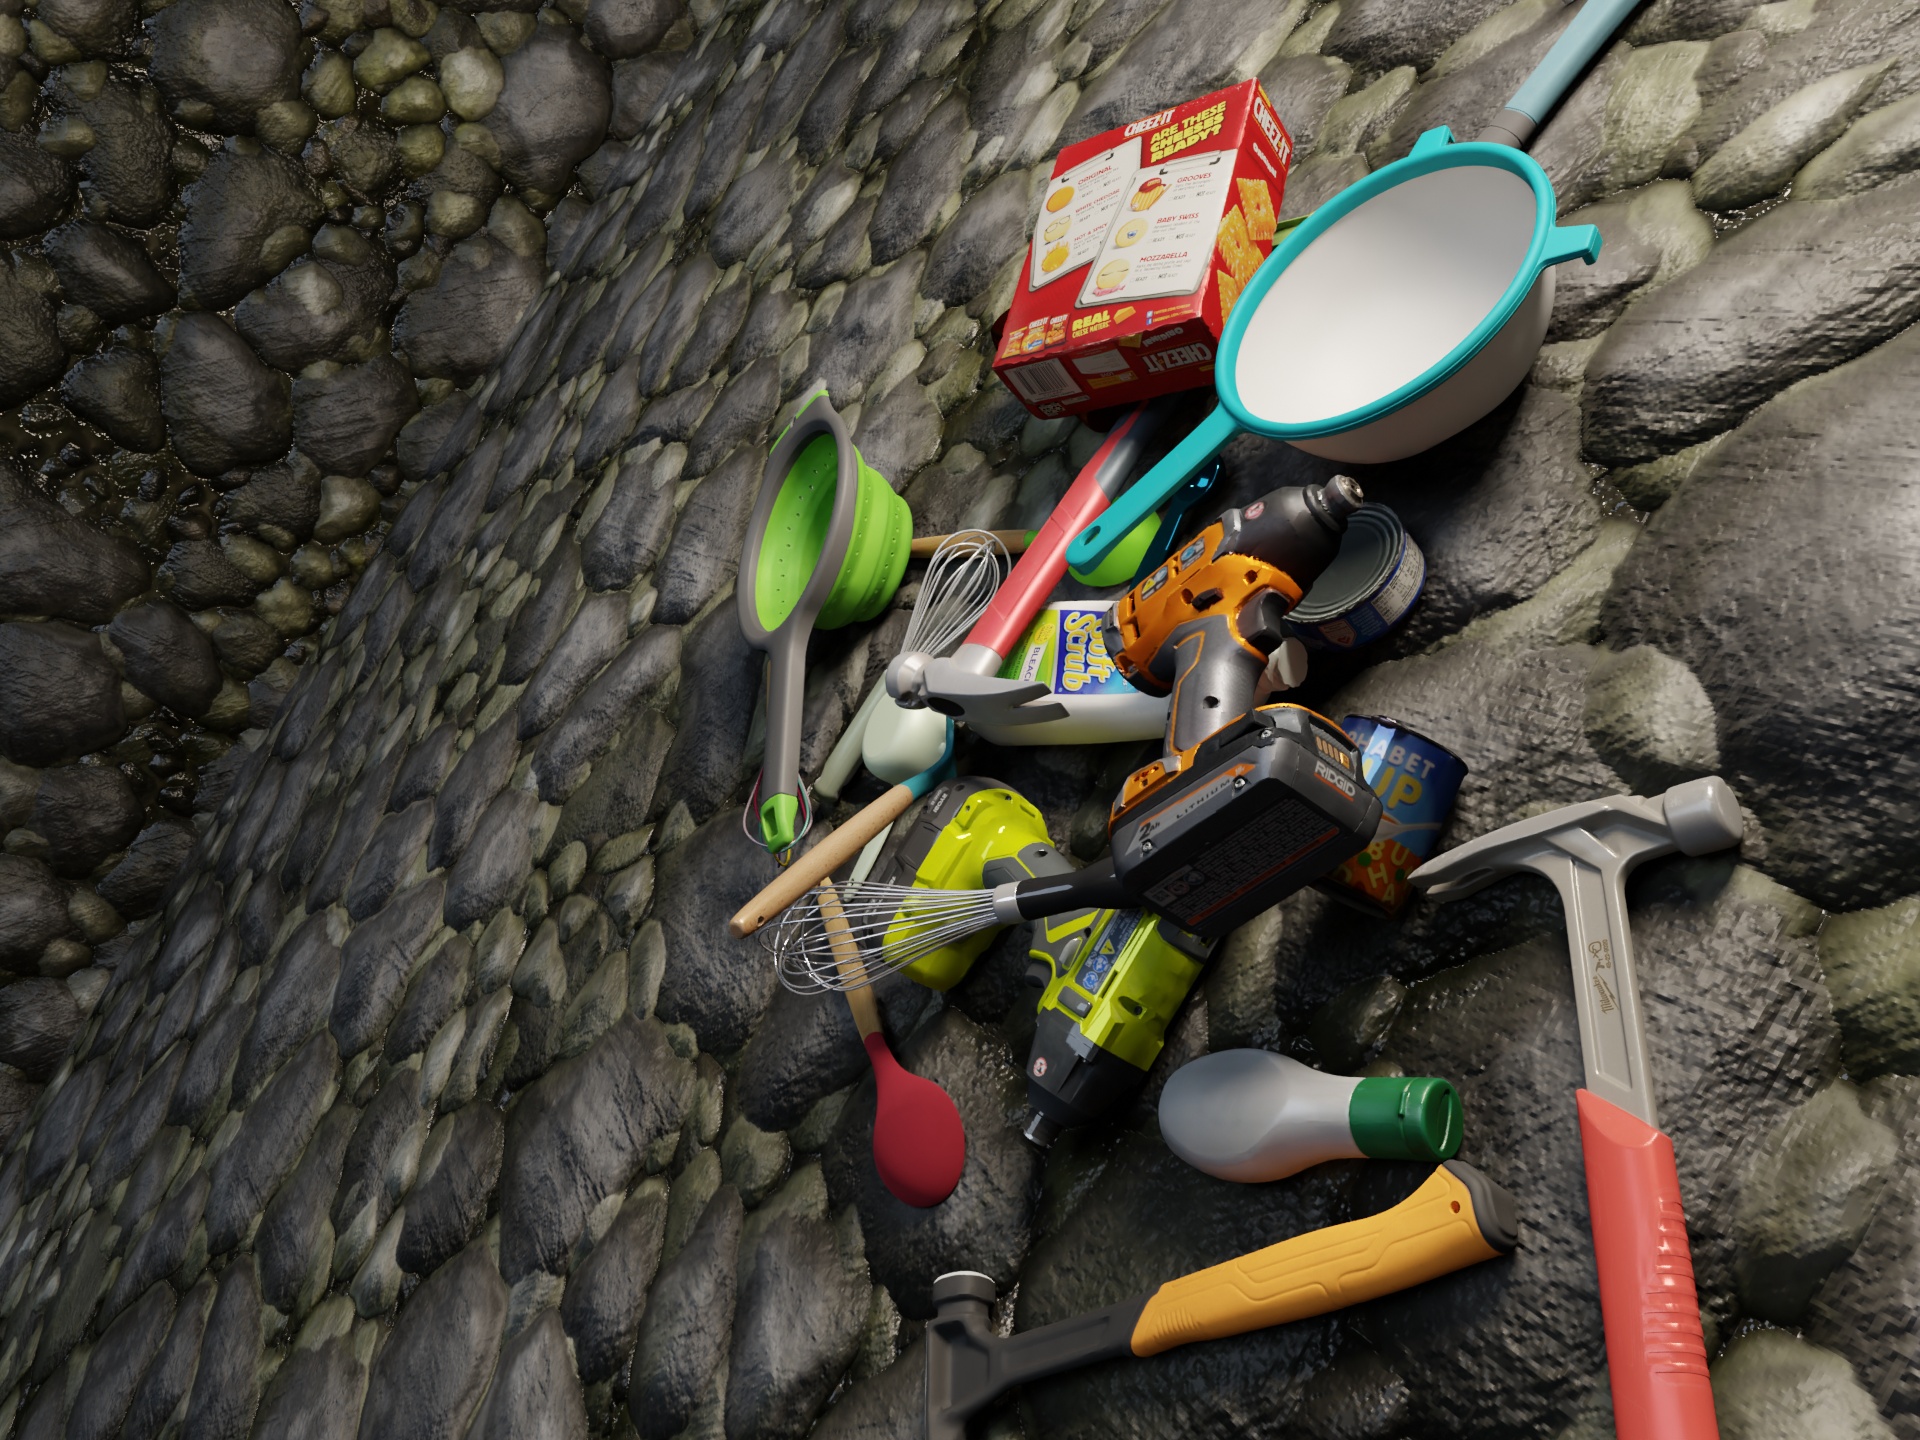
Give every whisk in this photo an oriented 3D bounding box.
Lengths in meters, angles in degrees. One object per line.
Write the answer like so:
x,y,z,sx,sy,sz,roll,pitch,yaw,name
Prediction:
-0.149,0.025,1.302,0.051,0.047,0.245,-41,33,25,whisk
-0.042,-0.038,1.205,0.246,0.059,0.058,-56,-1,14,whisk
0.002,0.107,0.891,0.284,0.070,0.070,-16,50,31,whisk

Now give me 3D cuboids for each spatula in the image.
-0.058,0.057,0.991,0.044,0.082,0.317,10,25,25,spatula

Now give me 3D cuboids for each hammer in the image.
0.108,0.286,0.751,0.337,0.034,0.127,-33,39,33,hammer
0.342,-0.366,0.997,0.331,0.033,0.128,-52,34,9,hammer
0.259,0.194,0.631,0.149,0.036,0.359,-26,43,39,hammer
0.101,-0.154,1.055,0.143,0.038,0.386,7,55,48,hammer

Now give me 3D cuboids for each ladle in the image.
-0.061,0.195,1.059,0.069,0.031,0.316,-49,32,13,ladle

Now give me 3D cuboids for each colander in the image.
-0.104,-0.073,1.280,0.204,0.094,0.397,-38,44,49,colander

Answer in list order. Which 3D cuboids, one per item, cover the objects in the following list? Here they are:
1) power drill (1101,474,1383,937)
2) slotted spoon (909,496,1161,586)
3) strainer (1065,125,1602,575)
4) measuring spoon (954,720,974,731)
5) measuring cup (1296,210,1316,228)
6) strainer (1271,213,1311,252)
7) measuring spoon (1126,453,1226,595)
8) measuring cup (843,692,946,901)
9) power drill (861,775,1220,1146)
0.146,-0.021,0.805,0.164,0.084,0.227,-40,30,34,power drill
0.037,-0.134,1.207,0.314,0.031,0.070,6,70,56,slotted spoon
0.214,-0.183,0.942,0.340,0.095,0.211,-41,35,17,strainer
-0.002,-0.004,1.164,0.124,0.018,0.034,-5,65,59,measuring spoon
0.208,-0.289,1.077,0.156,0.029,0.062,-29,50,20,measuring cup
0.183,-0.363,1.169,0.256,0.069,0.151,9,70,57,strainer
0.145,-0.122,1.071,0.042,0.021,0.128,36,101,57,measuring spoon
-0.061,0.050,1.159,0.083,0.038,0.167,17,81,63,measuring cup
0.040,0.132,0.935,0.171,0.080,0.223,-58,36,-3,power drill
